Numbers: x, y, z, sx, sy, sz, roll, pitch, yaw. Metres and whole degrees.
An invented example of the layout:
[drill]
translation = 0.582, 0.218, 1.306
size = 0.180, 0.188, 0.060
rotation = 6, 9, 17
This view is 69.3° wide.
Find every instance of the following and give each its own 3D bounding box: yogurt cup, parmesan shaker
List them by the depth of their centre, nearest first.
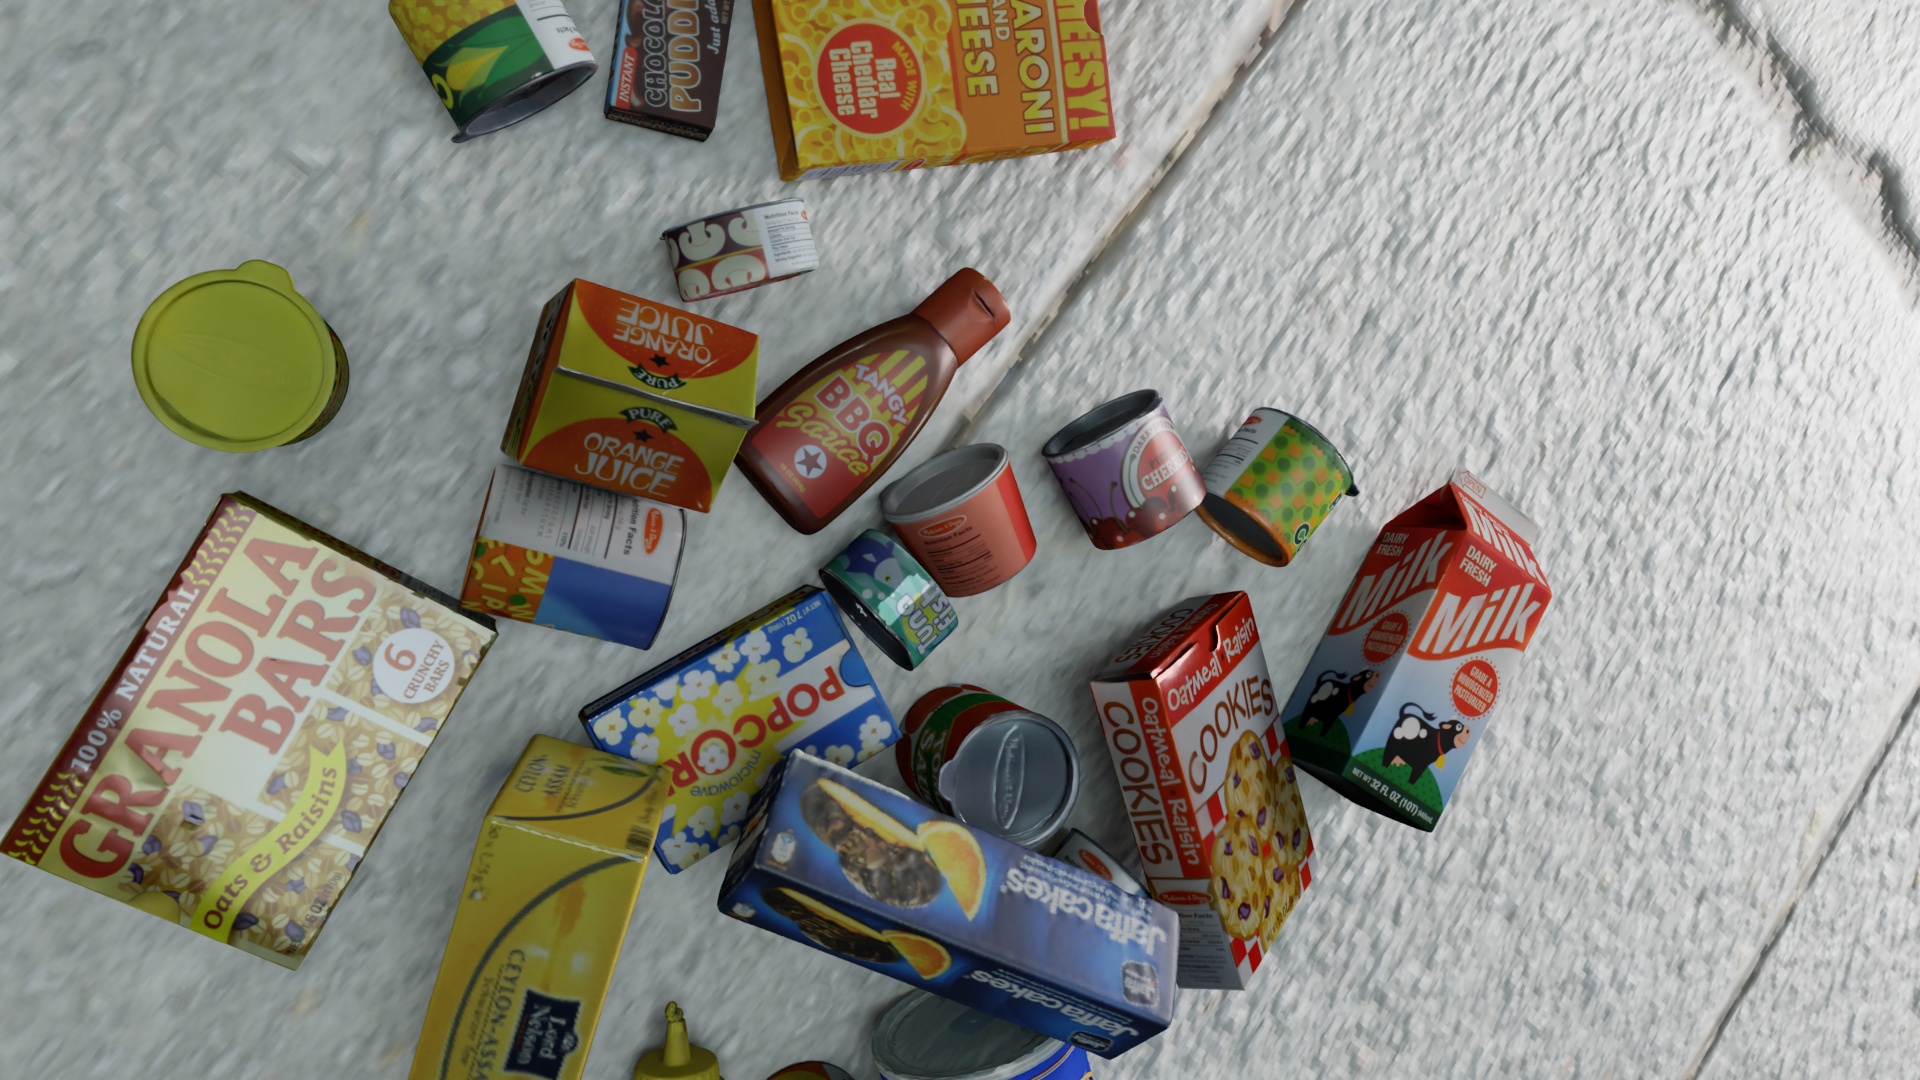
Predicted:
[parmesan shaker]
translation = -0.279, -0.071, 0.550
size = 0.071, 0.103, 0.071
rotation = -2, 95, -20
[yogurt cup]
translation = 0.002, -0.009, 0.681
size = 0.072, 0.072, 0.053
rotation = -33, 112, -15

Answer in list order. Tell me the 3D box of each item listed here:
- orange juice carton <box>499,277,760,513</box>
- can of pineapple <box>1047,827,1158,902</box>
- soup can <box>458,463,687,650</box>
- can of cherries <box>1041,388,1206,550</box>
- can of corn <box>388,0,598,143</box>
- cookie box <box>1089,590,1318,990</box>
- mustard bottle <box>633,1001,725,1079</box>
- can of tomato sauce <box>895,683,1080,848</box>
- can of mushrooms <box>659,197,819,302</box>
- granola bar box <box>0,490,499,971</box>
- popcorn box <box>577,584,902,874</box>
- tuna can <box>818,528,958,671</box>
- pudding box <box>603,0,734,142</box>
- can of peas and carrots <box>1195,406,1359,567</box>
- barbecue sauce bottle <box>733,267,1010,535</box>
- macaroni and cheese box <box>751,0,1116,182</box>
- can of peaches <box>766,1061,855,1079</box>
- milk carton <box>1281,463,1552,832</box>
[orange juice carton]
translation = -0.135, -0.057, 0.557
size = 0.072, 0.192, 0.073
rotation = 16, 89, -22
[can of pineapple]
translation = 0.064, 0.192, 0.715
size = 0.058, 0.071, 0.071
rotation = -45, 107, -11
[soup can]
translation = -0.172, 0.010, 0.616
size = 0.084, 0.071, 0.071
rotation = 15, 88, -20
[can of cherries]
translation = 0.085, -0.036, 0.705
size = 0.072, 0.071, 0.058
rotation = -33, 104, -15
[can of corn]
translation = -0.201, -0.212, 0.591
size = 0.071, 0.071, 0.058
rotation = -32, 103, -15
[cookie box]
translation = 0.131, 0.124, 0.715
size = 0.123, 0.040, 0.167
rotation = -30, 106, -54
[mustard bottle]
translation = -0.132, 0.294, 0.657
size = 0.065, 0.049, 0.160
rotation = 0, 93, -17
[can of tomato sauce]
translation = 0.009, 0.109, 0.679
size = 0.071, 0.083, 0.071
rotation = -1, 94, -20
[can of mushrooms]
translation = -0.102, -0.132, 0.634
size = 0.071, 0.071, 0.033
rotation = -18, 101, -18
[granola bar box]
translation = -0.294, 0.080, 0.588
size = 0.124, 0.039, 0.165
rotation = 31, 82, -19
[popcorn box]
translation = -0.104, 0.088, 0.660
size = 0.127, 0.038, 0.085
rotation = -30, 102, -16
[tuna can]
translation = -0.033, 0.029, 0.665
size = 0.033, 0.071, 0.071
rotation = -43, 107, -13
[pudding box]
translation = -0.132, -0.231, 0.634
size = 0.050, 0.030, 0.083
rotation = 9, 90, -20
[can of peas and carrots]
translation = 0.166, -0.026, 0.738
size = 0.071, 0.071, 0.059
rotation = 44, 80, -17
[barbecue sauce bottle]
translation = -0.040, -0.072, 0.671
size = 0.149, 0.043, 0.064
rotation = -43, 106, -13
[macaroni and cheese box]
translation = -0.012, -0.246, 0.672
size = 0.167, 0.040, 0.123
rotation = -11, 98, -19
[can of peaches]
translation = -0.071, 0.299, 0.675
size = 0.071, 0.058, 0.071
rotation = -1, 94, -21
[milk carton]
translation = 0.258, 0.055, 0.774
size = 0.072, 0.073, 0.191
rotation = 34, 81, -19
